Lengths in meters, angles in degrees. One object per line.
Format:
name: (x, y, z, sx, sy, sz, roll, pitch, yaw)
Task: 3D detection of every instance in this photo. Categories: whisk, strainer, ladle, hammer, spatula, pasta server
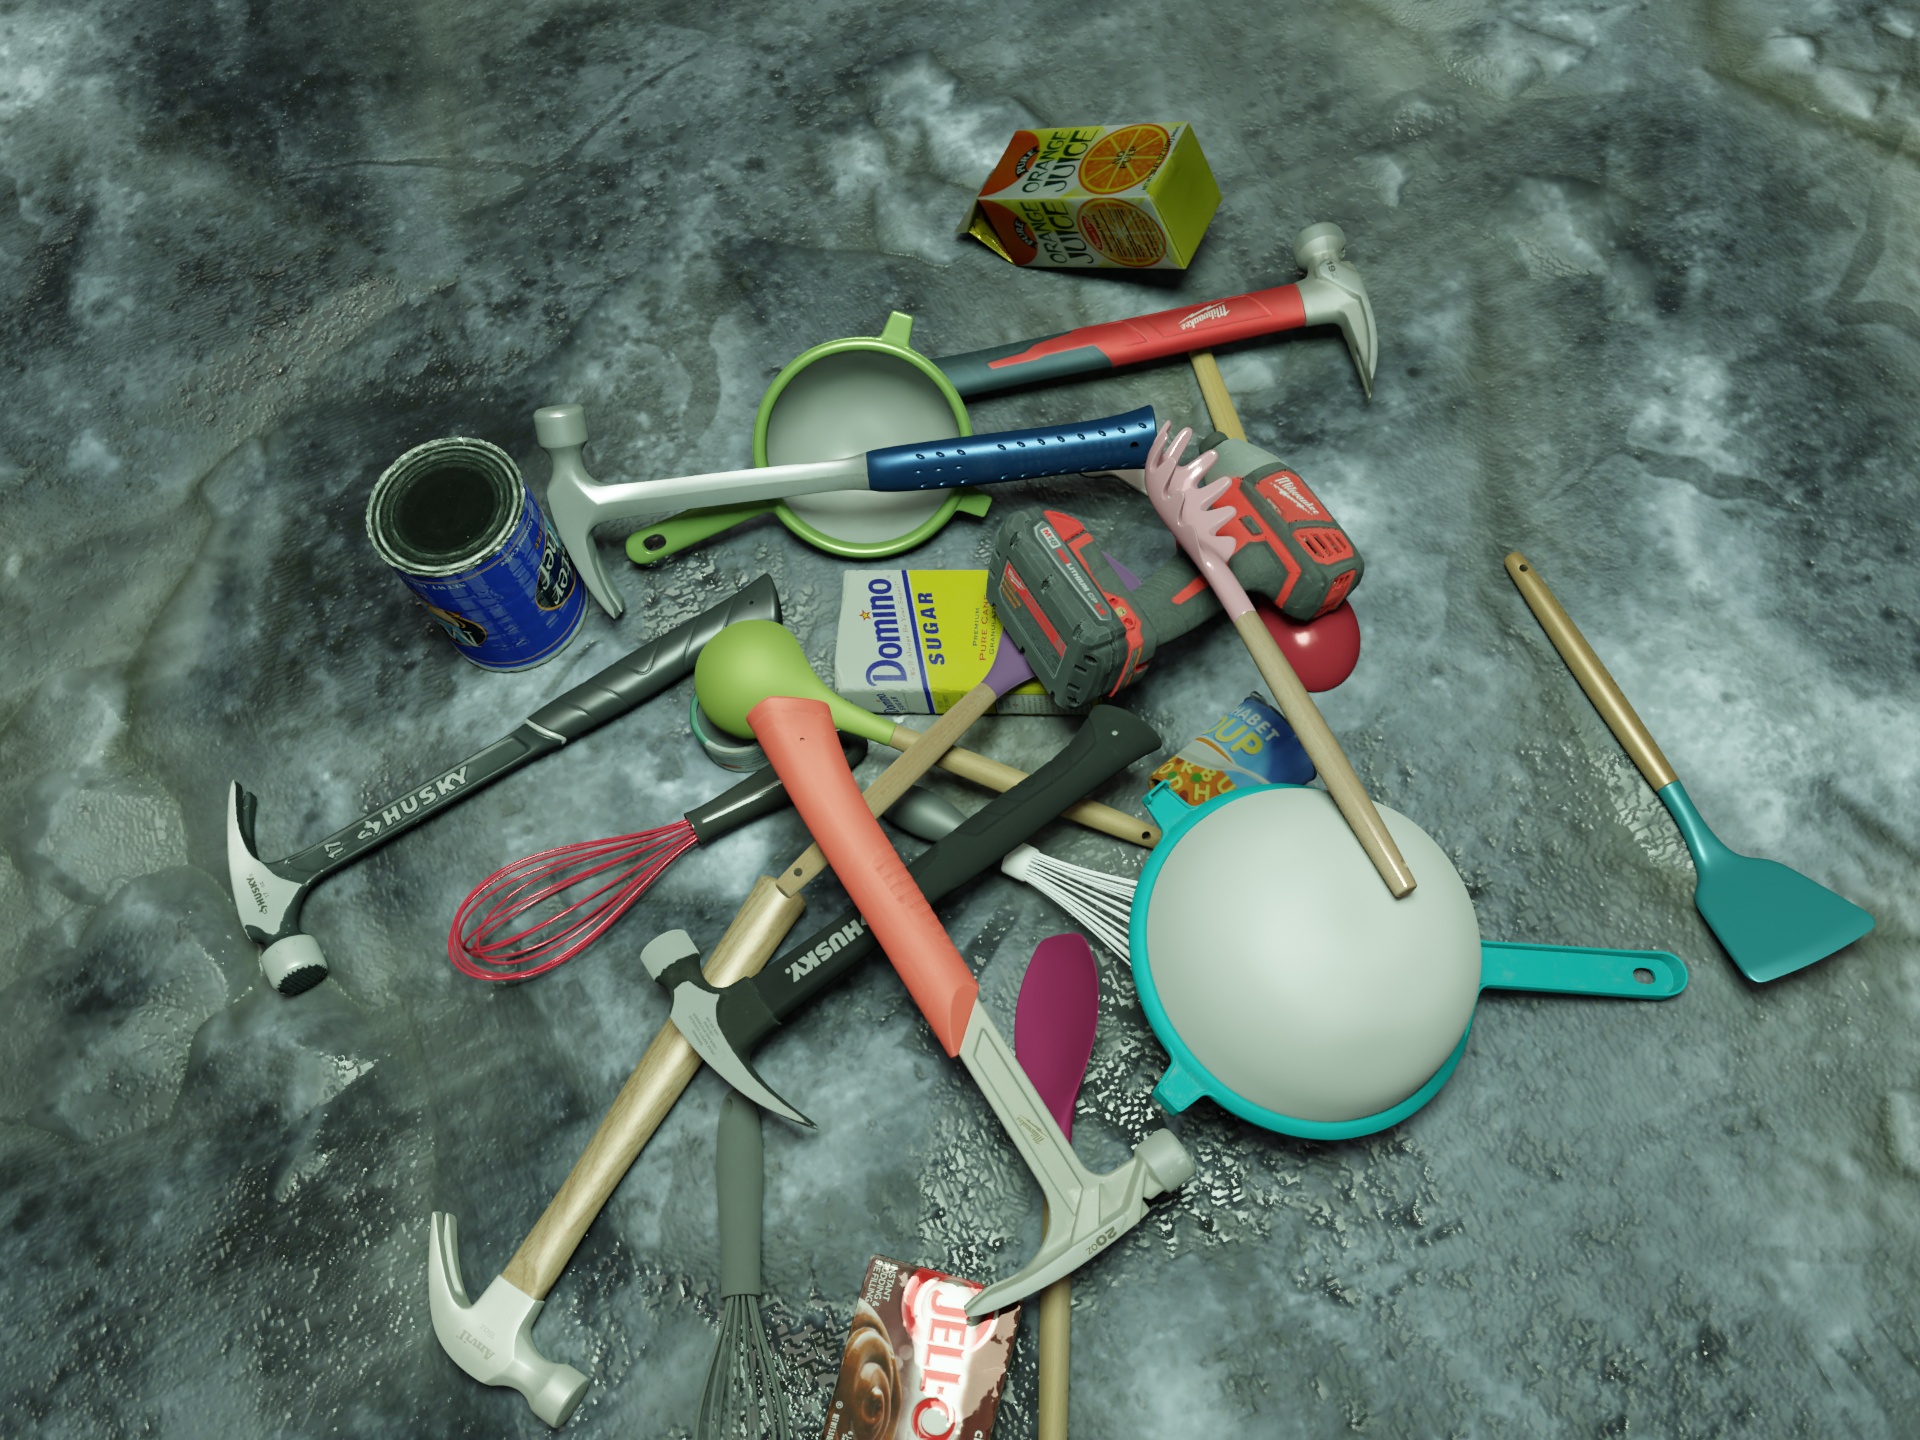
whisk: (-0.189, 0.078, 1.017, 0.296, 0.073, 0.073, -28, 67, -14)
strainer: (-0.114, -0.173, 1.114, 0.256, 0.069, 0.151, -22, 109, 9)
ladle: (-0.019, 0.018, 1.017, 0.320, 0.062, 0.078, 22, 91, -2)
hammer: (-0.019, 0.102, 0.955, 0.335, 0.035, 0.146, -36, 69, -5)
spatula: (0.433, 0.015, 0.996, 0.082, 0.044, 0.318, -25, 66, -2)
strainer: (0.270, 0.125, 0.895, 0.340, 0.095, 0.211, 5, 65, -8)
spatula: (-0.002, -0.003, 0.990, 0.060, 0.018, 0.316, 39, 67, 15)
pasta server: (0.181, -0.042, 0.907, 0.040, 0.060, 0.316, -43, 58, 31)
hammer: (0.097, -0.252, 1.131, 0.386, 0.038, 0.143, -11, 63, 4)
hammer: (-0.025, 0.145, 0.902, 0.149, 0.036, 0.359, -32, 81, -9)
whisk: (-0.126, 0.328, 0.909, 0.055, 0.055, 0.239, -6, 61, 2)
ladle: (0.203, -0.163, 1.105, 0.069, 0.031, 0.316, -13, 64, -5)
hammer: (-0.072, -0.159, 1.063, 0.405, 0.035, 0.144, -6, 110, 2)
whisk: (0.066, 0.100, 0.987, 0.285, 0.070, 0.070, 25, 71, 19)
hammer: (-0.198, 0.237, 0.960, 0.130, 0.031, 0.331, 27, 71, 15)
hammer: (-0.298, 0.014, 1.065, 0.409, 0.036, 0.149, -31, 66, -9)

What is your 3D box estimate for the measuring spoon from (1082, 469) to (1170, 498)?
measuring spoon: (0.133, -0.171, 1.117, 0.124, 0.018, 0.034, 29, 71, 15)

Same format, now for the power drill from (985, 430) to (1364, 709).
power drill: (0.134, -0.105, 1.008, 0.219, 0.078, 0.143, -22, 65, -22)

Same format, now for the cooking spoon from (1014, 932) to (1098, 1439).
cooking spoon: (0.056, 0.281, 0.919, 0.069, 0.017, 0.319, -18, 61, 43)
